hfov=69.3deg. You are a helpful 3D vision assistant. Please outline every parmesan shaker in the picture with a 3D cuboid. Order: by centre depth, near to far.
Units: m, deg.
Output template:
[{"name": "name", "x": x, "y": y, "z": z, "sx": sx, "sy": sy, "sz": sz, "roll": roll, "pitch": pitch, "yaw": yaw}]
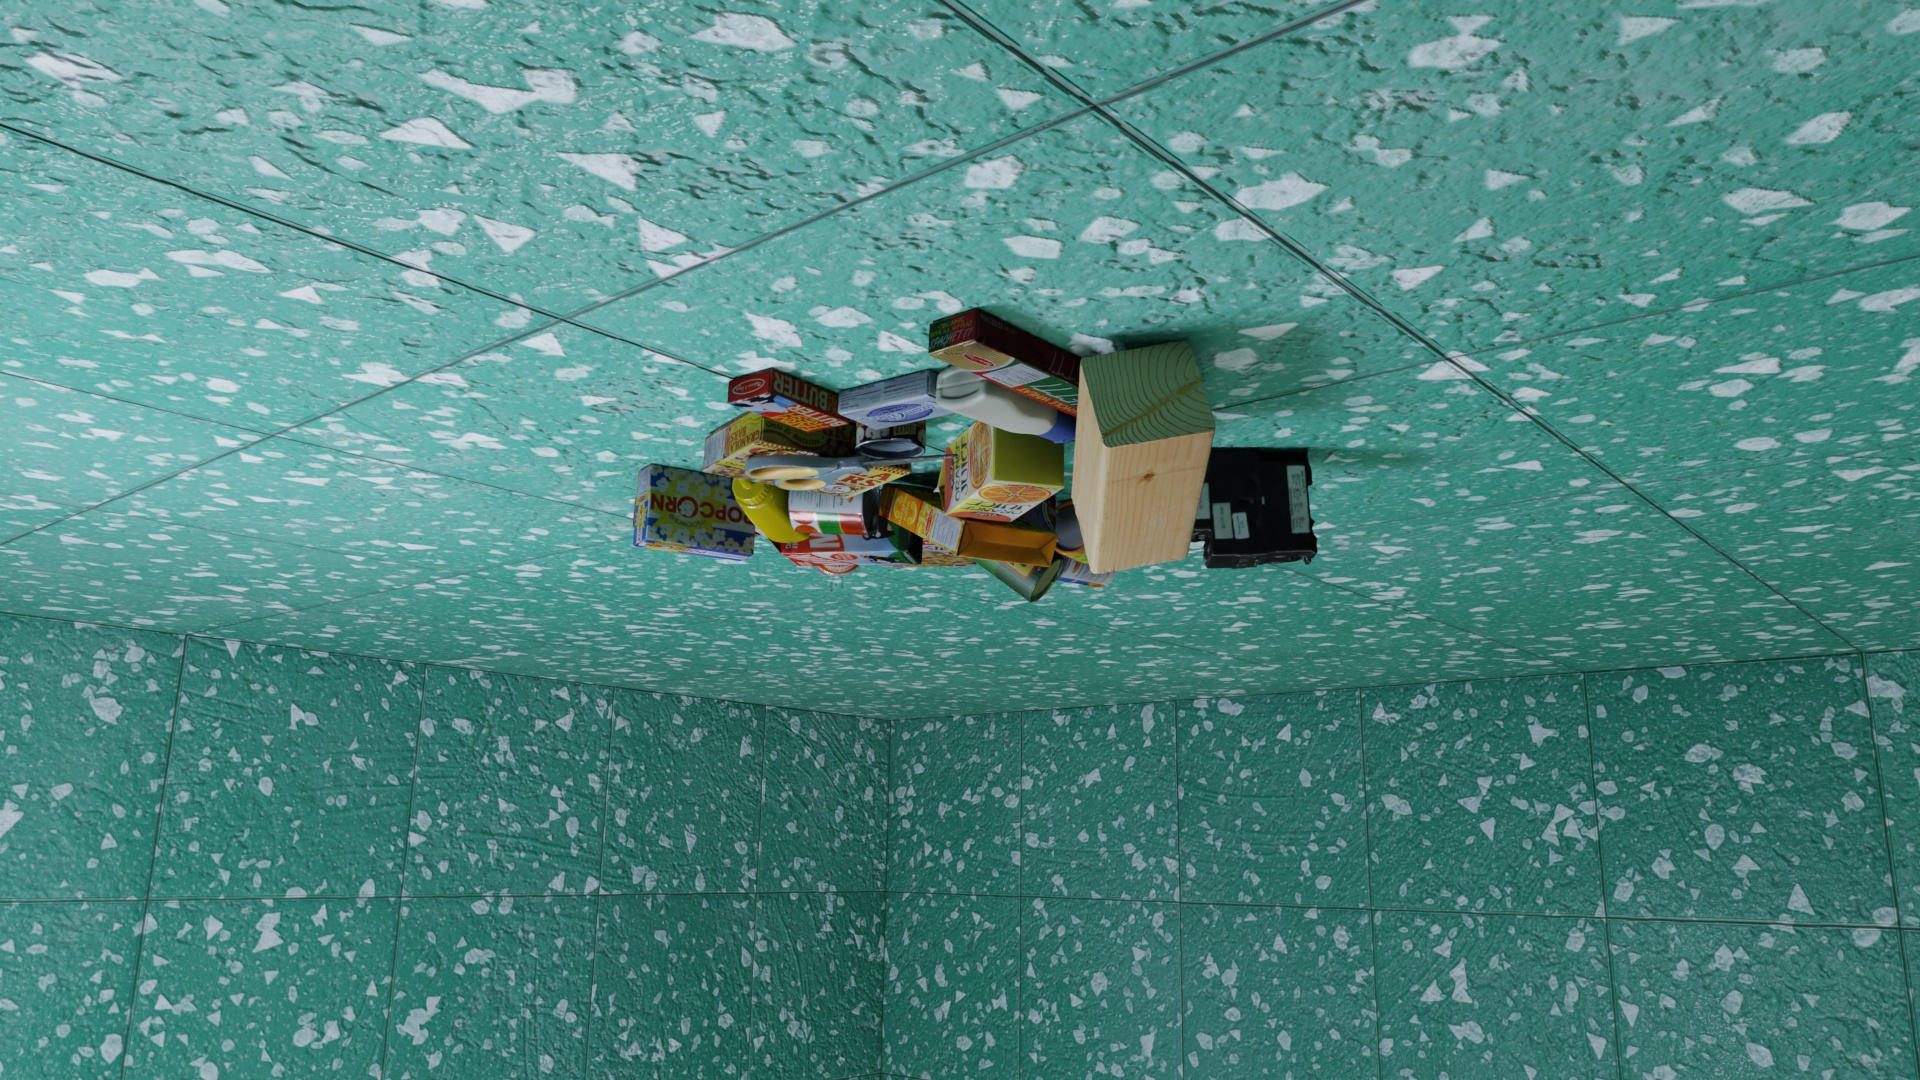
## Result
[{"name": "parmesan shaker", "x": 0.063, "y": 0.016, "z": 1.620, "sx": 0.103, "sy": 0.071, "sz": 0.071, "roll": 36, "pitch": 178, "yaw": 19}]

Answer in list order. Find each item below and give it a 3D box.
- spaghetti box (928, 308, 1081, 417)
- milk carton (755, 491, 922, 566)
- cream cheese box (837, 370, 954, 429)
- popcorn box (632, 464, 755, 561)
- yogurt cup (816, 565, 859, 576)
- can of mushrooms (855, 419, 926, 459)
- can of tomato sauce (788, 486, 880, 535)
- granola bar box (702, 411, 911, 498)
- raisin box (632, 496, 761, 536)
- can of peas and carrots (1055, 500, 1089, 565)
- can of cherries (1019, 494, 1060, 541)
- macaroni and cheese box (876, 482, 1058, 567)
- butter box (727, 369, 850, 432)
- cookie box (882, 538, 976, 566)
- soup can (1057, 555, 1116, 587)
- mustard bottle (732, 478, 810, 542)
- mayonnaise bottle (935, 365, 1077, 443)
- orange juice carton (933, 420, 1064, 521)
[{"name": "spaghetti box", "x": 0.073, "y": -0.135, "z": 1.143, "sx": 0.050, "sy": 0.029, "sz": 0.250, "roll": -10, "pitch": 163, "yaw": 39}, {"name": "milk carton", "x": -0.143, "y": -0.012, "z": 1.595, "sx": 0.190, "sy": 0.073, "sz": 0.072, "roll": -1, "pitch": 166, "yaw": 11}, {"name": "cream cheese box", "x": -0.052, "y": -0.122, "z": 1.218, "sx": 0.103, "sy": 0.024, "sz": 0.053, "roll": -8, "pitch": 164, "yaw": 35}, {"name": "popcorn box", "x": -0.286, "y": -0.029, "z": 1.505, "sx": 0.127, "sy": 0.085, "sz": 0.038, "roll": 10, "pitch": 163, "yaw": -31}, {"name": "yogurt cup", "x": -0.149, "y": 0.003, "z": 1.687, "sx": 0.072, "sy": 0.072, "sz": 0.053, "roll": 1, "pitch": 159, "yaw": 0}, {"name": "can of mushrooms", "x": -0.064, "y": -0.100, "z": 1.297, "sx": 0.071, "sy": 0.033, "sz": 0.071, "roll": 1, "pitch": 167, "yaw": 0}, {"name": "can of tomato sauce", "x": -0.134, "y": -0.038, "z": 1.485, "sx": 0.083, "sy": 0.071, "sz": 0.071, "roll": 2, "pitch": 167, "yaw": 12}, {"name": "granola bar box", "x": -0.149, "y": -0.085, "z": 1.356, "sx": 0.166, "sy": 0.039, "sz": 0.124, "roll": 10, "pitch": 163, "yaw": -34}, {"name": "raisin box", "x": -0.305, "y": -0.027, "z": 1.619, "sx": 0.086, "sy": 0.040, "sz": 0.123, "roll": -11, "pitch": 163, "yaw": 39}, {"name": "can of peas and carrots", "x": 0.143, "y": -0.010, "z": 1.605, "sx": 0.071, "sy": 0.071, "sz": 0.058, "roll": -7, "pitch": 164, "yaw": 31}, {"name": "can of cherries", "x": 0.077, "y": -0.026, "z": 1.558, "sx": 0.071, "sy": 0.058, "sz": 0.071, "roll": 1, "pitch": 166, "yaw": 0}, {"name": "macaroni and cheese box", "x": 0.005, "y": -0.019, "z": 1.484, "sx": 0.124, "sy": 0.040, "sz": 0.166, "roll": 8, "pitch": -168, "yaw": -36}, {"name": "butter box", "x": -0.150, "y": -0.122, "z": 1.225, "sx": 0.053, "sy": 0.024, "sz": 0.103, "roll": -9, "pitch": 164, "yaw": 38}, {"name": "cookie box", "x": -0.047, "y": -0.002, "z": 1.711, "sx": 0.123, "sy": 0.040, "sz": 0.167, "roll": 0, "pitch": 168, "yaw": 5}, {"name": "soup can", "x": 0.146, "y": 0.021, "z": 1.744, "sx": 0.084, "sy": 0.071, "sz": 0.071, "roll": 11, "pitch": 164, "yaw": -38}, {"name": "mustard bottle", "x": -0.207, "y": -0.046, "z": 1.487, "sx": 0.049, "sy": 0.065, "sz": 0.160, "roll": -8, "pitch": 159, "yaw": 14}, {"name": "mayonnaise bottle", "x": 0.048, "y": -0.117, "z": 1.201, "sx": 0.064, "sy": 0.041, "sz": 0.148, "roll": -6, "pitch": 167, "yaw": 40}, {"name": "orange juice carton", "x": 0.034, "y": -0.066, "z": 1.349, "sx": 0.072, "sy": 0.073, "sz": 0.192, "roll": 5, "pitch": 167, "yaw": -17}]
